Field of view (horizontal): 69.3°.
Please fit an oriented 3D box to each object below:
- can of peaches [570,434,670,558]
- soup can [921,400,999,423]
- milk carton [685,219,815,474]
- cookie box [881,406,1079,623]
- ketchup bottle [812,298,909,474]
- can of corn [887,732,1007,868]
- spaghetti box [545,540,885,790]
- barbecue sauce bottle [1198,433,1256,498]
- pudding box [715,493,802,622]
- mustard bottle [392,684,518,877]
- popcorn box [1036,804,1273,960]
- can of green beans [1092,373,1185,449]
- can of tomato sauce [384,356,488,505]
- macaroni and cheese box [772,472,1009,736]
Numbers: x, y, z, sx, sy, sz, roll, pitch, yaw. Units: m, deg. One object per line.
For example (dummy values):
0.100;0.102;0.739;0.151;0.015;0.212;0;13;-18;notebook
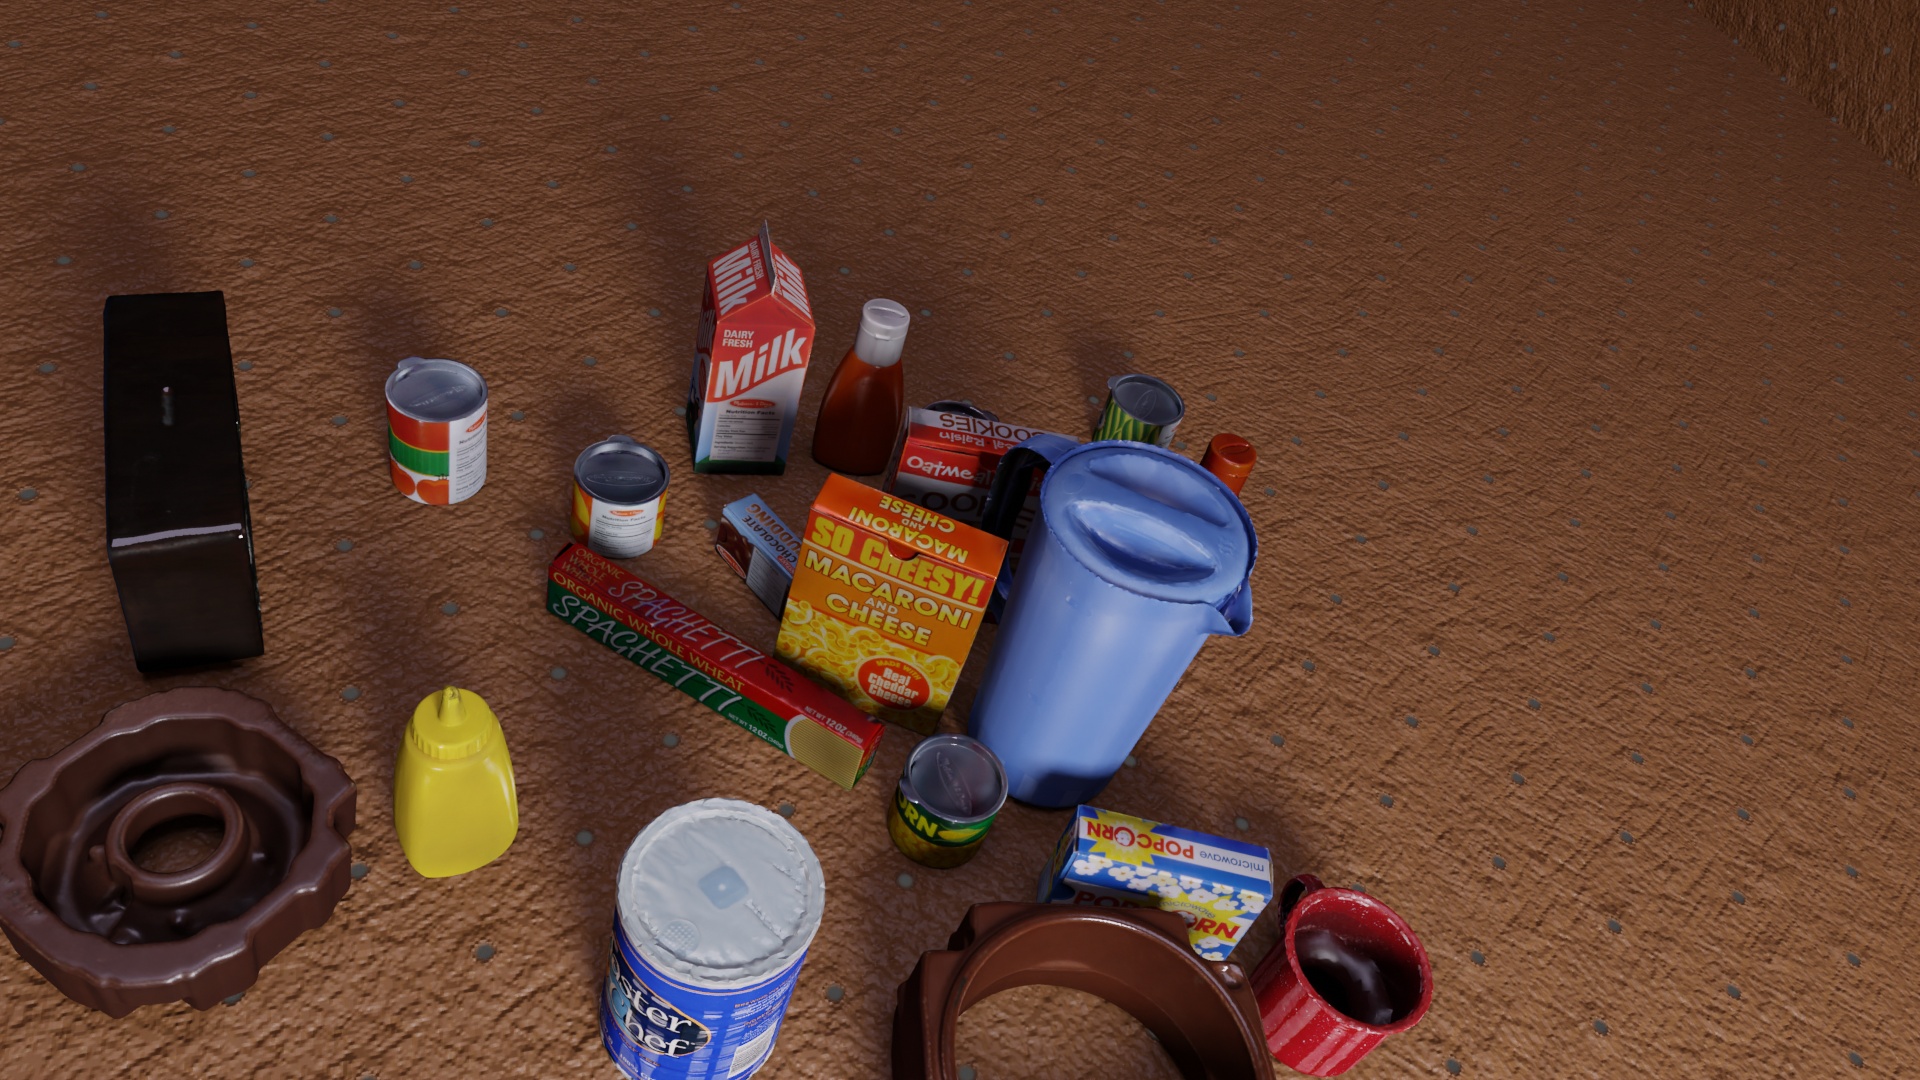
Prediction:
-0.244;-0.031;0.995;0.071;0.057;0.071;10;45;-10;can of peaches
-0.009;-0.058;1.086;0.071;0.083;0.072;10;45;-10;soup can
-0.157;-0.141;1.039;0.073;0.189;0.073;0;47;-19;milk carton
0.004;-0.012;0.986;0.123;0.166;0.040;9;45;-11;cookie box
-0.072;-0.118;1.076;0.065;0.148;0.044;11;44;-9;ketchup bottle
-0.012;0.166;0.883;0.071;0.058;0.071;10;45;-10;can of corn
-0.166;0.082;0.918;0.250;0.049;0.029;29;44;10;spaghetti box
0.183;-0.017;1.067;0.065;0.147;0.044;-10;51;-27;barbecue sauce bottle
-0.138;0.012;0.997;0.030;0.049;0.084;-27;61;-38;pudding box
-0.276;0.124;0.758;0.065;0.159;0.049;-13;53;-30;mustard bottle
0.119;0.215;0.862;0.127;0.084;0.038;14;44;-6;popcorn box
0.154;-0.102;1.206;0.071;0.057;0.071;10;45;-10;can of green beans
-0.370;-0.077;0.978;0.071;0.082;0.071;10;45;-10;can of tomato sauce
-0.050;0.047;0.909;0.124;0.165;0.040;21;44;1;macaroni and cheese box
